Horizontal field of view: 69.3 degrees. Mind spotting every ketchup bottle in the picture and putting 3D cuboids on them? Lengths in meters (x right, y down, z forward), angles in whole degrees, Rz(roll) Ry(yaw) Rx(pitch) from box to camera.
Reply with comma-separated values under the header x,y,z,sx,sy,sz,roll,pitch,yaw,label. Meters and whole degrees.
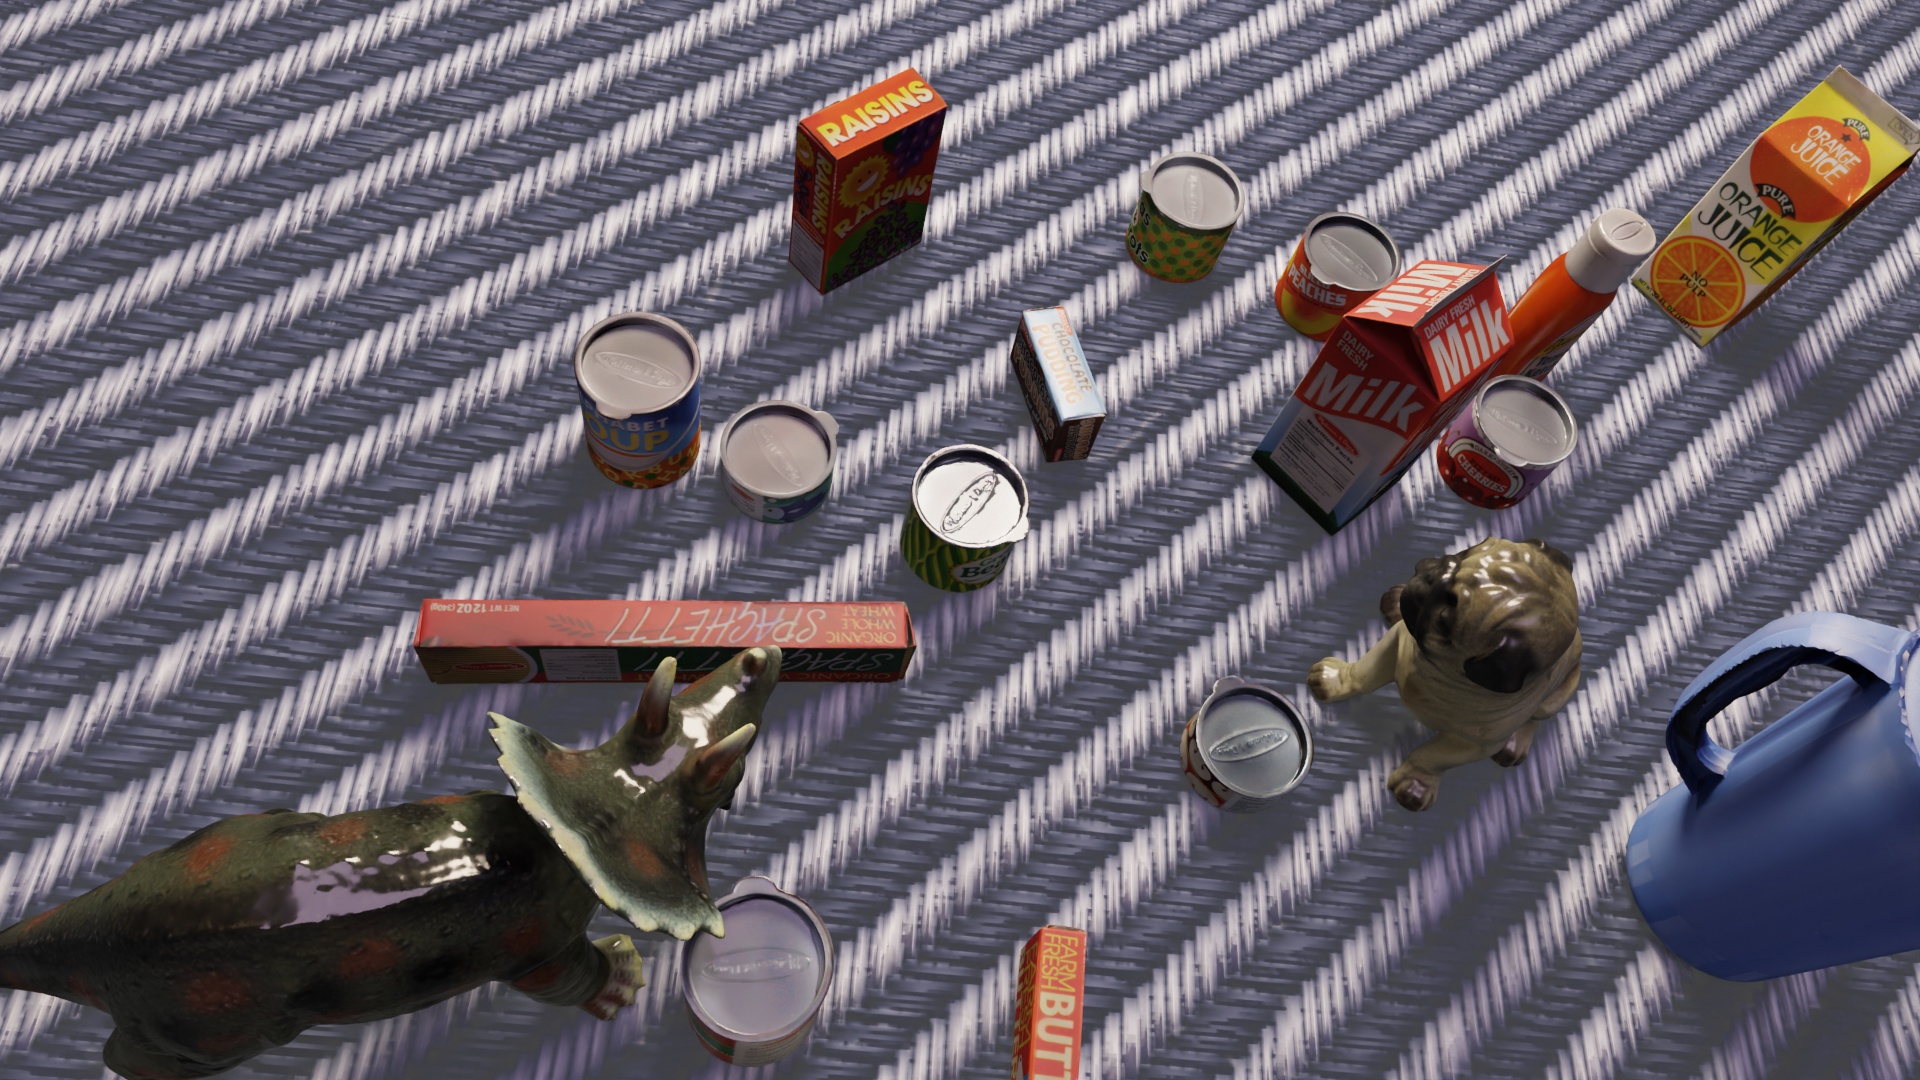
x,y,z,sx,sy,sz,roll,pitch,yaw,label
0.379,-0.148,0.878,0.065,0.148,0.043,-26,69,-22,ketchup bottle

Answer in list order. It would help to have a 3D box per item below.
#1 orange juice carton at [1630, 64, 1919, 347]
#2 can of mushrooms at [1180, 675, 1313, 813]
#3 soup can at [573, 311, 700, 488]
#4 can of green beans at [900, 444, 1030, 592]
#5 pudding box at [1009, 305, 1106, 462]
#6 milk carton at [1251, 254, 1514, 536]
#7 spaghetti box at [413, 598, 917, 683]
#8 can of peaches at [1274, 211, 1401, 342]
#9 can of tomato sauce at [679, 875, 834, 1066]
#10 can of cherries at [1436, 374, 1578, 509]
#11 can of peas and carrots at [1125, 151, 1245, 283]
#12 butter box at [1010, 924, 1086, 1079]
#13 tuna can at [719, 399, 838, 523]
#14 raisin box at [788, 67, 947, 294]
x,y,z,sx,sy,sz,roll,pitch,yaw,label
0.545,-0.222,0.923,0.073,0.191,0.072,-30,71,-23,orange juice carton
0.155,0.112,0.761,0.071,0.033,0.071,4,61,-8,can of mushrooms
-0.180,-0.074,0.775,0.071,0.083,0.071,4,61,-8,soup can
0.001,-0.012,0.788,0.071,0.057,0.071,4,61,-8,can of green beans
0.059,-0.096,0.849,0.030,0.049,0.084,-10,64,-15,pudding box
0.246,-0.089,0.798,0.072,0.189,0.073,-35,73,-24,milk carton
-0.150,0.054,0.729,0.250,0.050,0.029,1,62,-10,spaghetti box
0.247,-0.173,0.920,0.071,0.057,0.071,4,61,-8,can of peaches
-0.095,0.201,0.640,0.071,0.082,0.071,4,61,-8,can of tomato sauce
0.341,-0.060,0.875,0.071,0.058,0.072,4,61,-8,can of cherries
0.146,-0.214,0.924,0.071,0.058,0.071,4,61,-8,can of peas and carrots
0.040,0.240,0.659,0.024,0.053,0.104,9,60,-5,butter box
-0.103,-0.046,0.802,0.071,0.032,0.071,4,61,-8,tuna can
-0.059,-0.219,0.853,0.086,0.122,0.040,-33,72,-24,raisin box
